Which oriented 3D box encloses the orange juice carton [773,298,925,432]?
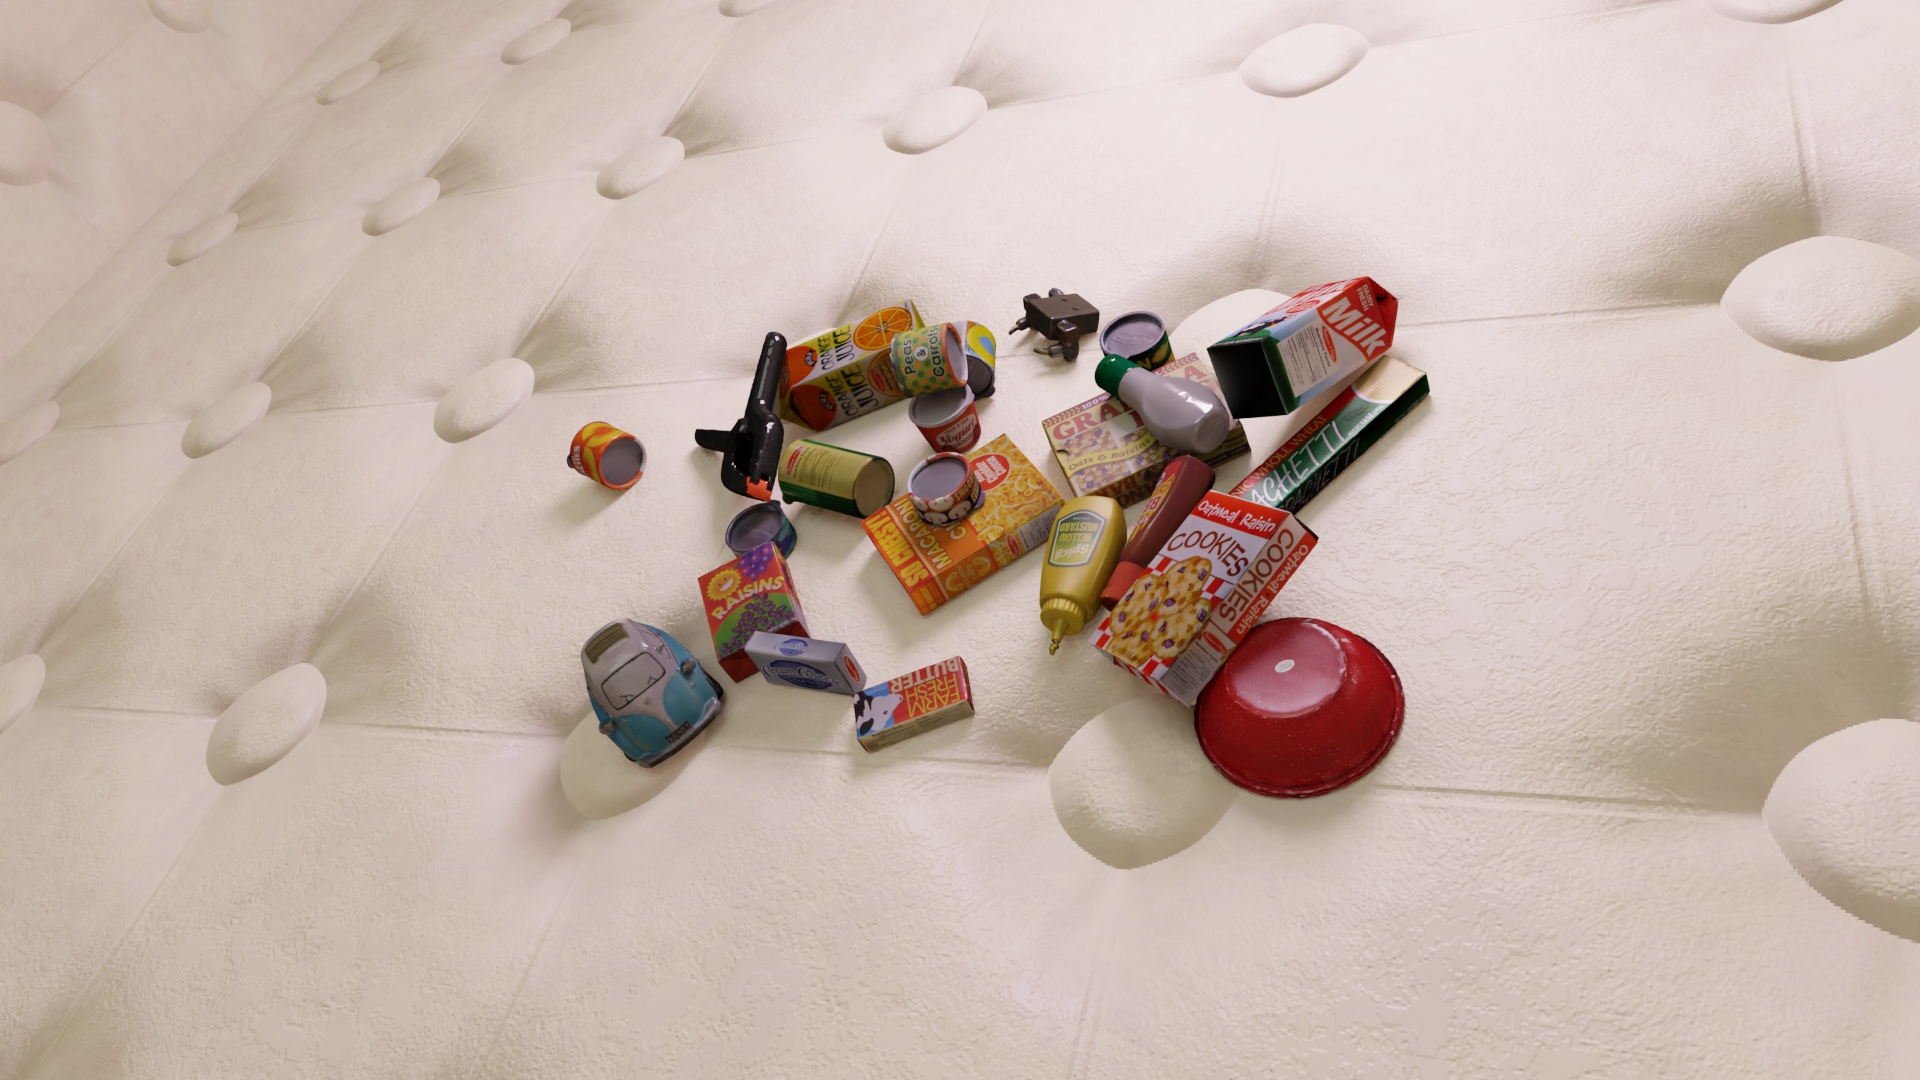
[{"bbox_3d":[-0.123,-0.182,1.511,0.192,0.072,0.072,-21,44,7],"label":"orange juice carton"}]

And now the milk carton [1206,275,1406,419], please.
[{"bbox_3d":[0.321,-0.183,1.260,0.191,0.073,0.072,-31,17,-28],"label":"milk carton"}]

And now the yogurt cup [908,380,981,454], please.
[{"bbox_3d":[-0.013,-0.123,1.414,0.072,0.053,0.073,-14,45,14],"label":"yogurt cup"}]

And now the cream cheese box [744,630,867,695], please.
[{"bbox_3d":[-0.140,0.111,1.255,0.104,0.053,0.024,5,50,30],"label":"cream cheese box"}]

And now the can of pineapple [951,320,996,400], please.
[{"bbox_3d":[0.005,-0.188,1.460,0.071,0.070,0.058,-12,45,17],"label":"can of pineapple"}]

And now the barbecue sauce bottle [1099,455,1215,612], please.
[{"bbox_3d":[0.170,-0.001,1.206,0.043,0.064,0.149,31,69,-2],"label":"barbecue sauce bottle"}]

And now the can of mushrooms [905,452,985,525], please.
[{"bbox_3d":[-0.014,-0.049,1.299,0.071,0.033,0.071,-14,44,14],"label":"can of mushrooms"}]

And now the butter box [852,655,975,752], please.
[{"bbox_3d":[-0.040,0.141,1.198,0.103,0.024,0.053,-21,44,8],"label":"butter box"}]

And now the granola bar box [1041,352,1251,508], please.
[{"bbox_3d":[0.172,-0.099,1.311,0.165,0.039,0.125,-24,43,3],"label":"granola bar box"}]

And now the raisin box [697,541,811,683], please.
[{"bbox_3d":[-0.200,0.066,1.337,0.086,0.040,0.124,-27,42,2],"label":"raisin box"}]

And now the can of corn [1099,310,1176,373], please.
[{"bbox_3d":[0.176,-0.182,1.373,0.071,0.058,0.071,-14,45,14],"label":"can of corn"}]

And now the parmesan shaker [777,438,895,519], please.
[{"bbox_3d":[-0.126,-0.059,1.402,0.103,0.071,0.071,15,58,35],"label":"parmesan shaker"}]

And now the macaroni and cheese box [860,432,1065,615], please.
[{"bbox_3d":[0.005,-0.016,1.314,0.166,0.040,0.124,-32,43,-5],"label":"macaroni and cheese box"}]

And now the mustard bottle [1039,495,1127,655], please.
[{"bbox_3d":[0.101,0.032,1.213,0.065,0.048,0.161,-2,49,27],"label":"mustard bottle"}]

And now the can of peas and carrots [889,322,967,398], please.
[{"bbox_3d":[-0.031,-0.181,1.385,0.058,0.070,0.071,-11,46,17],"label":"can of peas and carrots"}]

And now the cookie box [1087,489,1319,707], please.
[{"bbox_3d":[0.192,0.042,1.113,0.167,0.040,0.123,-51,23,-6],"label":"cookie box"}]

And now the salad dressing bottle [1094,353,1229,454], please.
[{"bbox_3d":[0.182,-0.129,1.274,0.064,0.043,0.148,-40,44,-10],"label":"salad dressing bottle"}]

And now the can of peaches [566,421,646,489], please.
[{"bbox_3d":[-0.399,-0.094,1.568,0.058,0.071,0.071,23,62,39],"label":"can of peaches"}]

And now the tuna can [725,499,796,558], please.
[{"bbox_3d":[-0.201,-0.006,1.410,0.071,0.032,0.071,-14,45,14],"label":"tuna can"}]

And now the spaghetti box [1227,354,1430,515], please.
[{"bbox_3d":[0.312,-0.073,1.224,0.251,0.028,0.050,-40,44,-13],"label":"spaghetti box"}]
